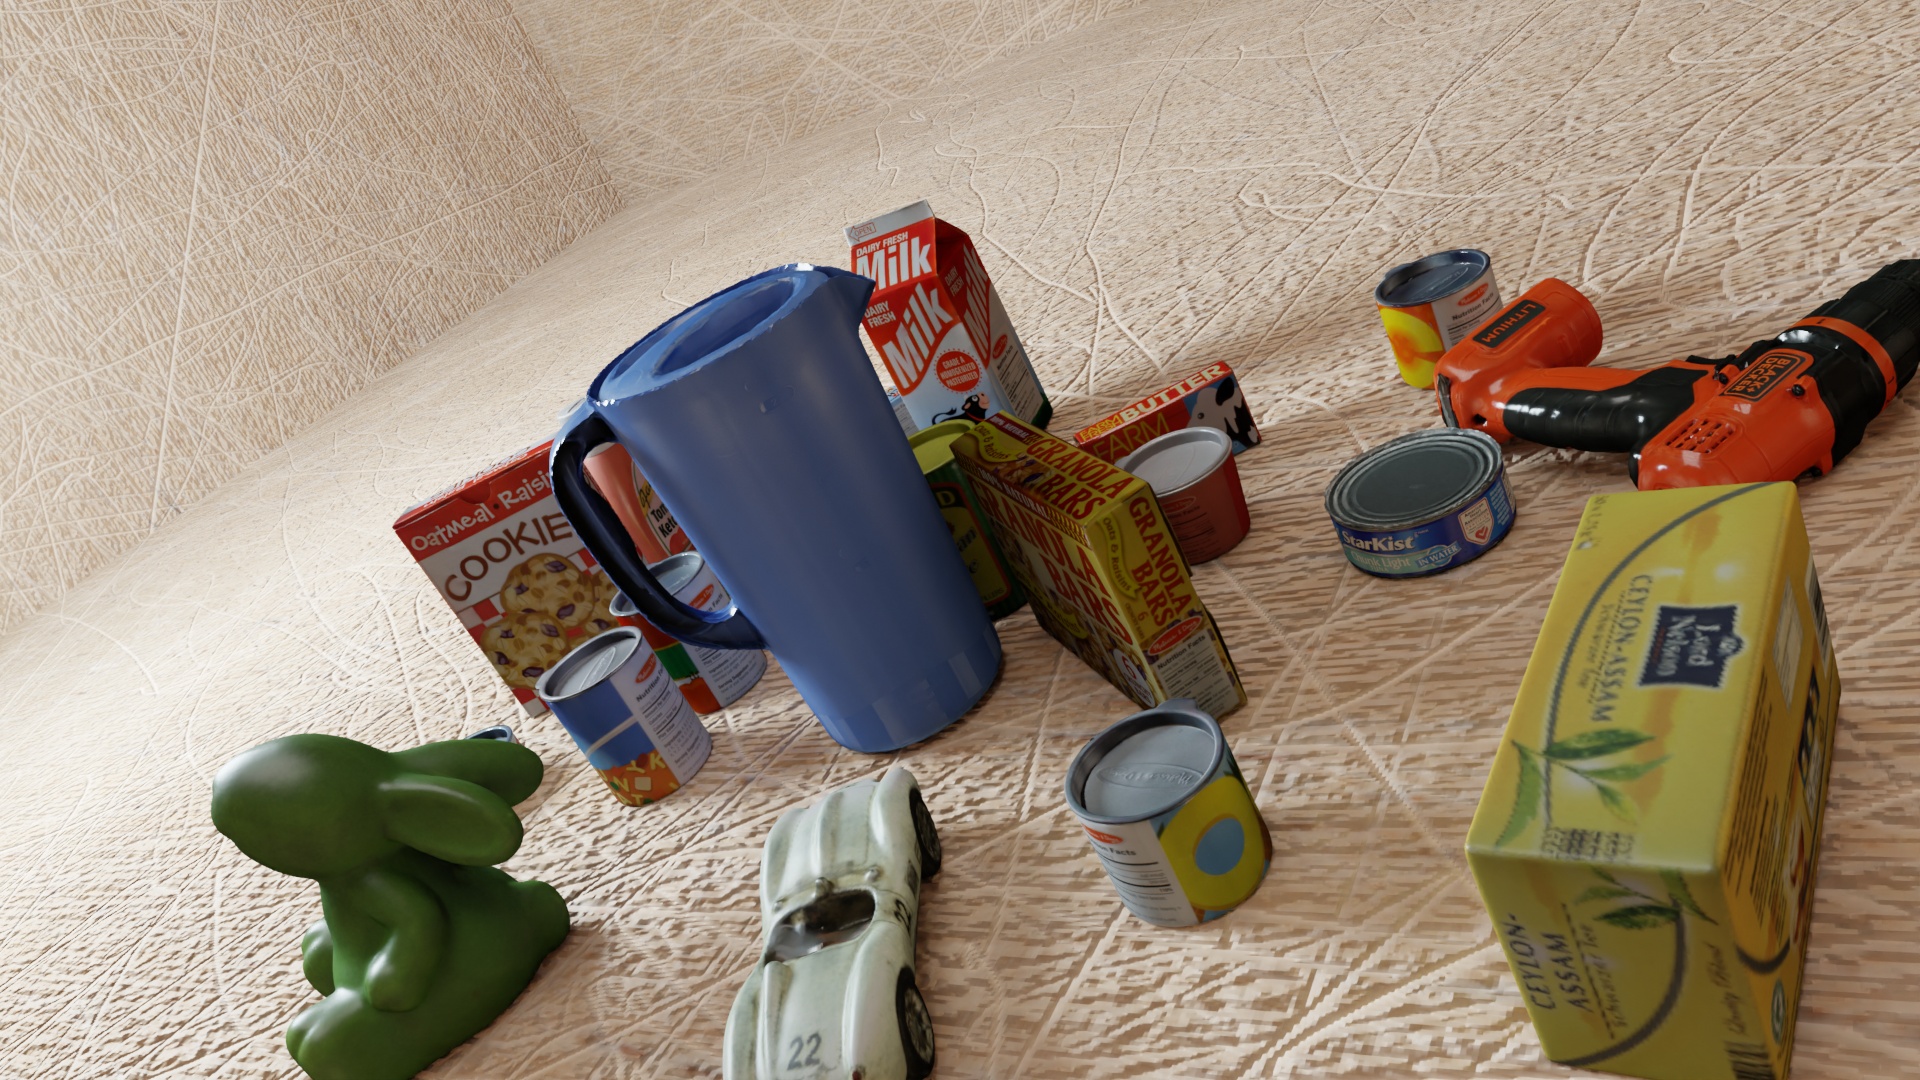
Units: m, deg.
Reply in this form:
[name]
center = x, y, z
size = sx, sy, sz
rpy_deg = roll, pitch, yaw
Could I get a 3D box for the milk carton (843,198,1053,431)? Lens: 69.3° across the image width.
[milk carton]
center = -0.011, -0.145, 0.980
size = 0.072, 0.190, 0.074
rpy_deg = -14, 27, 28

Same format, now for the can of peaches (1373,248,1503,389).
[can of peaches]
center = 0.281, -0.129, 0.810
size = 0.071, 0.058, 0.071
rpy_deg = -23, 25, 11

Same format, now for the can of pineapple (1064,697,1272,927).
[can of pineapple]
center = 0.084, 0.107, 0.547
size = 0.071, 0.057, 0.071
rpy_deg = -23, 25, 11

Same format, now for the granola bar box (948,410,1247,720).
[granola bar box]
center = 0.063, 0.011, 0.677
size = 0.039, 0.123, 0.166
rpy_deg = -32, 24, -10

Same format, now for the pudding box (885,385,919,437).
[pudding box]
center = -0.060, -0.083, 1.078
size = 0.084, 0.049, 0.030
rpy_deg = -38, 26, -22

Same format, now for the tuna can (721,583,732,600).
[tuna can]
center = -0.152, 0.027, 0.978
size = 0.071, 0.032, 0.071
rpy_deg = -23, 25, 11

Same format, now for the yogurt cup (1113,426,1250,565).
[yogurt cup]
center = 0.125, -0.023, 0.765
size = 0.072, 0.053, 0.073
rpy_deg = -23, 25, 11

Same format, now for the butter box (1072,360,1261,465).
[butter box]
center = 0.126, -0.062, 0.844
size = 0.103, 0.053, 0.024
rpy_deg = -26, 24, 4

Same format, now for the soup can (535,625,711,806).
[soup can]
center = -0.196, 0.103, 0.810
size = 0.071, 0.083, 0.071
rpy_deg = -23, 24, 11

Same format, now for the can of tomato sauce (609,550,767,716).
[can of tomato sauce]
center = -0.171, 0.059, 0.873
size = 0.071, 0.083, 0.071
rpy_deg = -23, 24, 11

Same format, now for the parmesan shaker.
[parmesan shaker]
center = 0.003, -0.010, 0.806
size = 0.071, 0.102, 0.071
rpy_deg = -23, 24, 11

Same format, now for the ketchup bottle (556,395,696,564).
[ketchup bottle]
center = -0.262, -0.043, 1.087
size = 0.043, 0.148, 0.065
rpy_deg = -17, 26, 22

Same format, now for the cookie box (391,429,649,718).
[cookie box]
center = -0.285, 0.024, 0.955
size = 0.123, 0.167, 0.040
rpy_deg = -27, 24, 1

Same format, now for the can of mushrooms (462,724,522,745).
[can of mushrooms]
center = -0.311, 0.153, 0.891
size = 0.071, 0.033, 0.071
rpy_deg = -23, 25, 11
